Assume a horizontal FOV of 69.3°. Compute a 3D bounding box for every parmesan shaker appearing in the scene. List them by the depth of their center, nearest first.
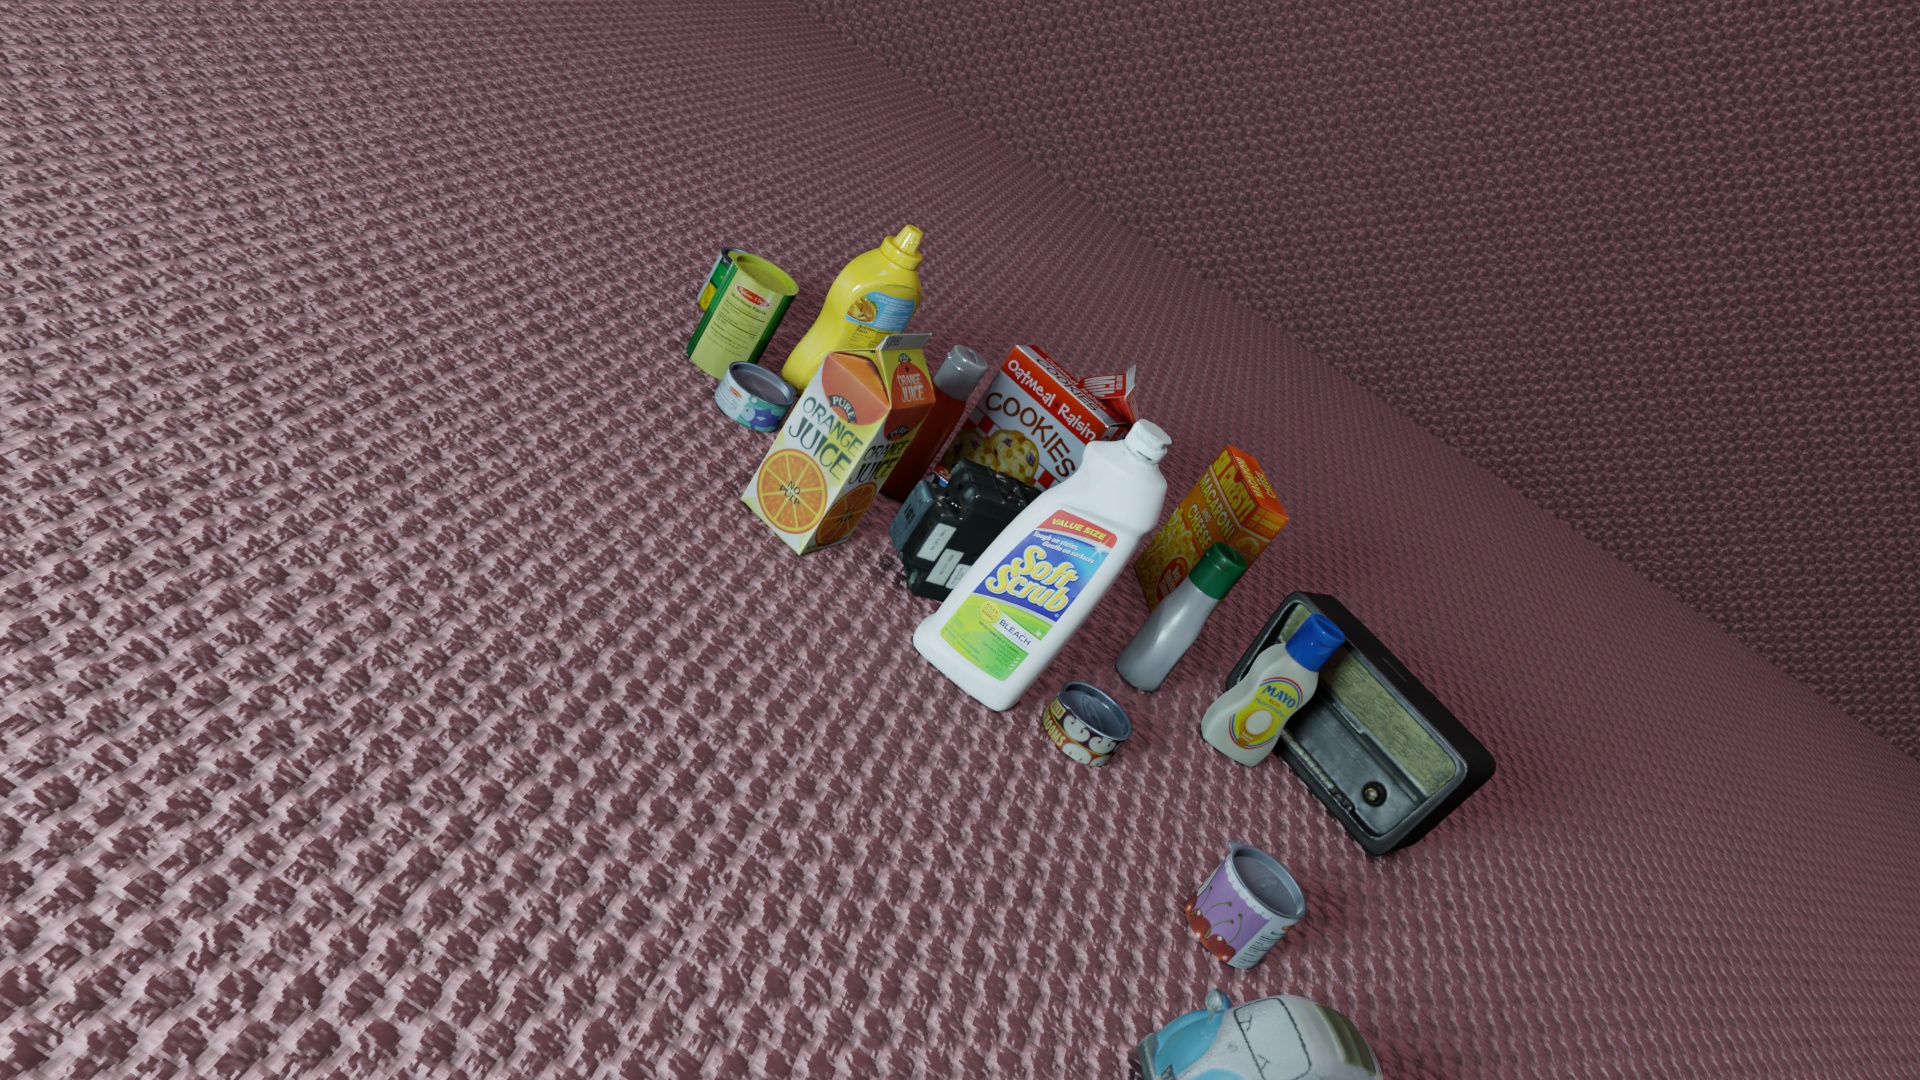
[{"bbox_3d":[-0.205,-0.206,1.282,0.071,0.102,0.071,28,25,-14],"label":"parmesan shaker"}]

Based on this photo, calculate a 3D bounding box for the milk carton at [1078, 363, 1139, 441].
[{"bbox_3d":[0.117,-0.087,1.359,0.073,0.189,0.073,31,24,-7],"label":"milk carton"}]

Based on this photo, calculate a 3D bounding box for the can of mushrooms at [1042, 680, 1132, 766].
[{"bbox_3d":[0.099,0.145,1.105,0.071,0.033,0.071,28,25,-14],"label":"can of mushrooms"}]

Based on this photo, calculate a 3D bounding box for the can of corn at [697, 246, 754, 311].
[{"bbox_3d":[-0.221,-0.251,1.397,0.071,0.058,0.071,28,25,-14],"label":"can of corn"}]

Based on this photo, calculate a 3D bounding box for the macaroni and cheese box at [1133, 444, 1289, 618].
[{"bbox_3d":[0.245,0.003,1.383,0.040,0.165,0.124,25,26,-20],"label":"macaroni and cheese box"}]

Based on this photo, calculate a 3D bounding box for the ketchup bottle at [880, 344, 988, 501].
[{"bbox_3d":[-0.029,-0.110,1.270,0.043,0.148,0.065,25,26,-21],"label":"ketchup bottle"}]

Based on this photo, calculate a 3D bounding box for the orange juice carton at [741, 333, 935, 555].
[{"bbox_3d":[-0.088,-0.087,1.104,0.073,0.192,0.072,42,25,16],"label":"orange juice carton"}]

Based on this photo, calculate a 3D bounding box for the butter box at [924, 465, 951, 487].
[{"bbox_3d":[0.004,-0.016,1.256,0.103,0.053,0.024,38,24,8],"label":"butter box"}]

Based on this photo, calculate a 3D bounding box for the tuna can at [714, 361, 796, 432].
[{"bbox_3d":[-0.184,-0.129,1.253,0.071,0.032,0.071,28,25,-14],"label":"tuna can"}]

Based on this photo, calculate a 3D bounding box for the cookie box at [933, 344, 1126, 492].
[{"bbox_3d":[0.060,-0.082,1.307,0.123,0.166,0.040,44,26,20],"label":"cookie box"}]

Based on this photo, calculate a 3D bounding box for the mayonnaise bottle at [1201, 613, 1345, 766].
[{"bbox_3d":[0.276,0.129,1.216,0.065,0.147,0.041,31,24,-8],"label":"mayonnaise bottle"}]

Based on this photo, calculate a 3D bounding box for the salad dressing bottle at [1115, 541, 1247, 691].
[{"bbox_3d":[0.196,0.067,1.229,0.044,0.147,0.064,31,24,-7],"label":"salad dressing bottle"}]

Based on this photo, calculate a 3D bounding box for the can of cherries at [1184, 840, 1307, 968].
[{"bbox_3d":[0.202,0.260,0.994,0.071,0.058,0.072,28,25,-14],"label":"can of cherries"}]
